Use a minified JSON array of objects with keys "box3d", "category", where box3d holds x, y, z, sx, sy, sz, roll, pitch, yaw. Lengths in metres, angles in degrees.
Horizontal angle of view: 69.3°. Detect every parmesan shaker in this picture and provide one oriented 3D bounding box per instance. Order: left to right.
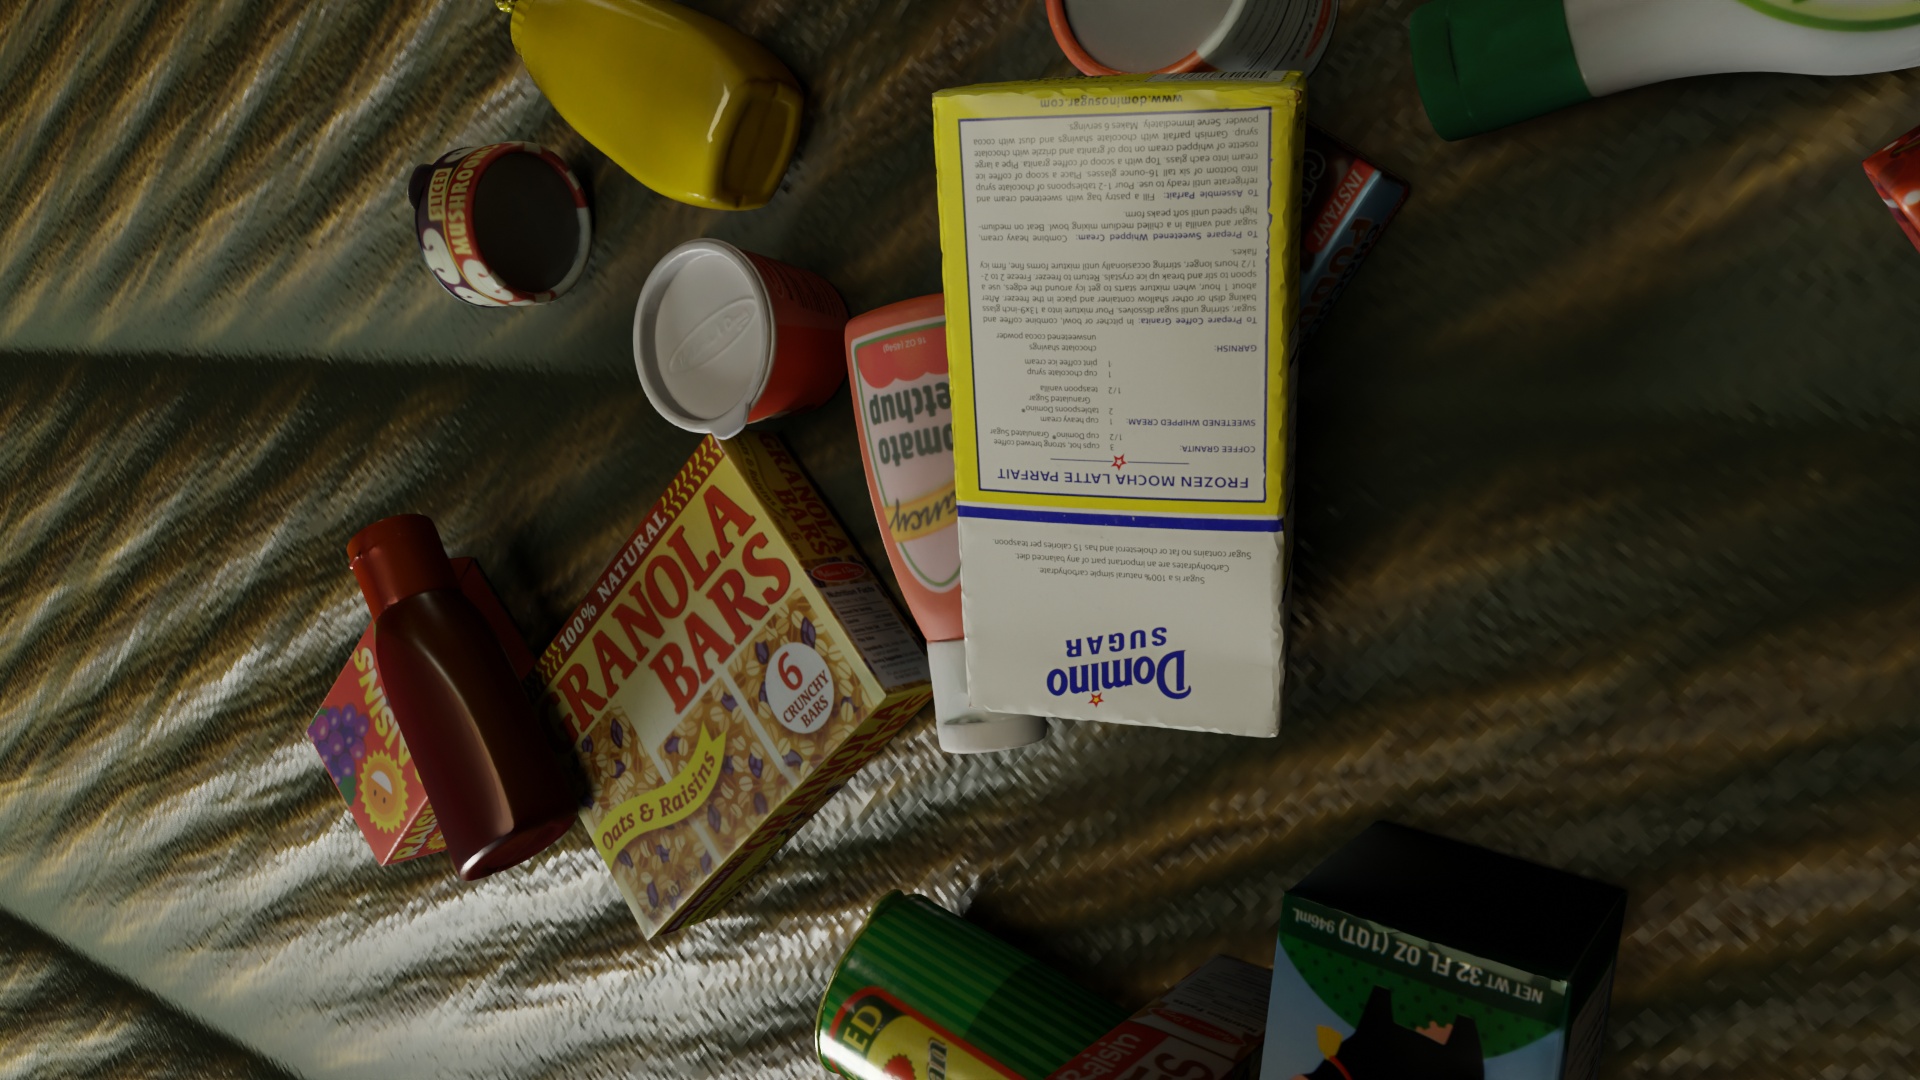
[{"box3d":[0.012,0.166,0.455,0.103,0.071,0.071,20,106,32],"category":"parmesan shaker"}]

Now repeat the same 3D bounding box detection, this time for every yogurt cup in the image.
[{"box3d":[-0.077,-0.073,0.506,0.072,0.054,0.072,4,96,35],"category":"yogurt cup"}]

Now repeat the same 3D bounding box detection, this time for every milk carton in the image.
[{"box3d":[0.122,0.183,0.376,0.072,0.073,0.190,10,100,34],"category":"milk carton"}]

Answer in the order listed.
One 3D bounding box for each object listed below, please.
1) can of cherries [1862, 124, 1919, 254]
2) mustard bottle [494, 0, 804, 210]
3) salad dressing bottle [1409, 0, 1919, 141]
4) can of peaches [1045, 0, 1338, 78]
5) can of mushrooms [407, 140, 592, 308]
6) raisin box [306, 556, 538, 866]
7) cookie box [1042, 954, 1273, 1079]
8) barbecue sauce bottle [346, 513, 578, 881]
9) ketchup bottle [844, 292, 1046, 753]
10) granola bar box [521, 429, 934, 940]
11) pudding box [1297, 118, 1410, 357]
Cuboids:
[{"box3d":[0.232,-0.071,0.284,0.058,0.072,0.071,-37,74,33],"category":"can of cherries"},{"box3d":[-0.129,-0.183,0.536,0.160,0.049,0.065,37,115,27],"category":"mustard bottle"},{"box3d":[0.183,-0.132,0.324,0.147,0.044,0.064,-10,89,35],"category":"salad dressing bottle"},{"box3d":[0.064,-0.157,0.397,0.071,0.058,0.071,4,97,34],"category":"can of peaches"},{"box3d":[-0.187,-0.130,0.568,0.033,0.071,0.071,5,97,33],"category":"can of mushrooms"},{"box3d":[-0.250,0.080,0.650,0.086,0.040,0.123,50,118,20],"category":"raisin box"},{"box3d":[0.043,0.200,0.375,0.040,0.168,0.122,9,99,35],"category":"cookie box"},{"box3d":[-0.208,0.060,0.570,0.064,0.044,0.149,-41,71,38],"category":"barbecue sauce bottle"},{"box3d":[0.002,-0.006,0.463,0.064,0.043,0.148,-8,90,31],"category":"ketchup bottle"},{"box3d":[-0.096,0.057,0.539,0.165,0.039,0.124,-47,67,29],"category":"granola bar box"},{"box3d":[0.085,-0.080,0.406,0.050,0.030,0.083,42,116,24],"category":"pudding box"}]
